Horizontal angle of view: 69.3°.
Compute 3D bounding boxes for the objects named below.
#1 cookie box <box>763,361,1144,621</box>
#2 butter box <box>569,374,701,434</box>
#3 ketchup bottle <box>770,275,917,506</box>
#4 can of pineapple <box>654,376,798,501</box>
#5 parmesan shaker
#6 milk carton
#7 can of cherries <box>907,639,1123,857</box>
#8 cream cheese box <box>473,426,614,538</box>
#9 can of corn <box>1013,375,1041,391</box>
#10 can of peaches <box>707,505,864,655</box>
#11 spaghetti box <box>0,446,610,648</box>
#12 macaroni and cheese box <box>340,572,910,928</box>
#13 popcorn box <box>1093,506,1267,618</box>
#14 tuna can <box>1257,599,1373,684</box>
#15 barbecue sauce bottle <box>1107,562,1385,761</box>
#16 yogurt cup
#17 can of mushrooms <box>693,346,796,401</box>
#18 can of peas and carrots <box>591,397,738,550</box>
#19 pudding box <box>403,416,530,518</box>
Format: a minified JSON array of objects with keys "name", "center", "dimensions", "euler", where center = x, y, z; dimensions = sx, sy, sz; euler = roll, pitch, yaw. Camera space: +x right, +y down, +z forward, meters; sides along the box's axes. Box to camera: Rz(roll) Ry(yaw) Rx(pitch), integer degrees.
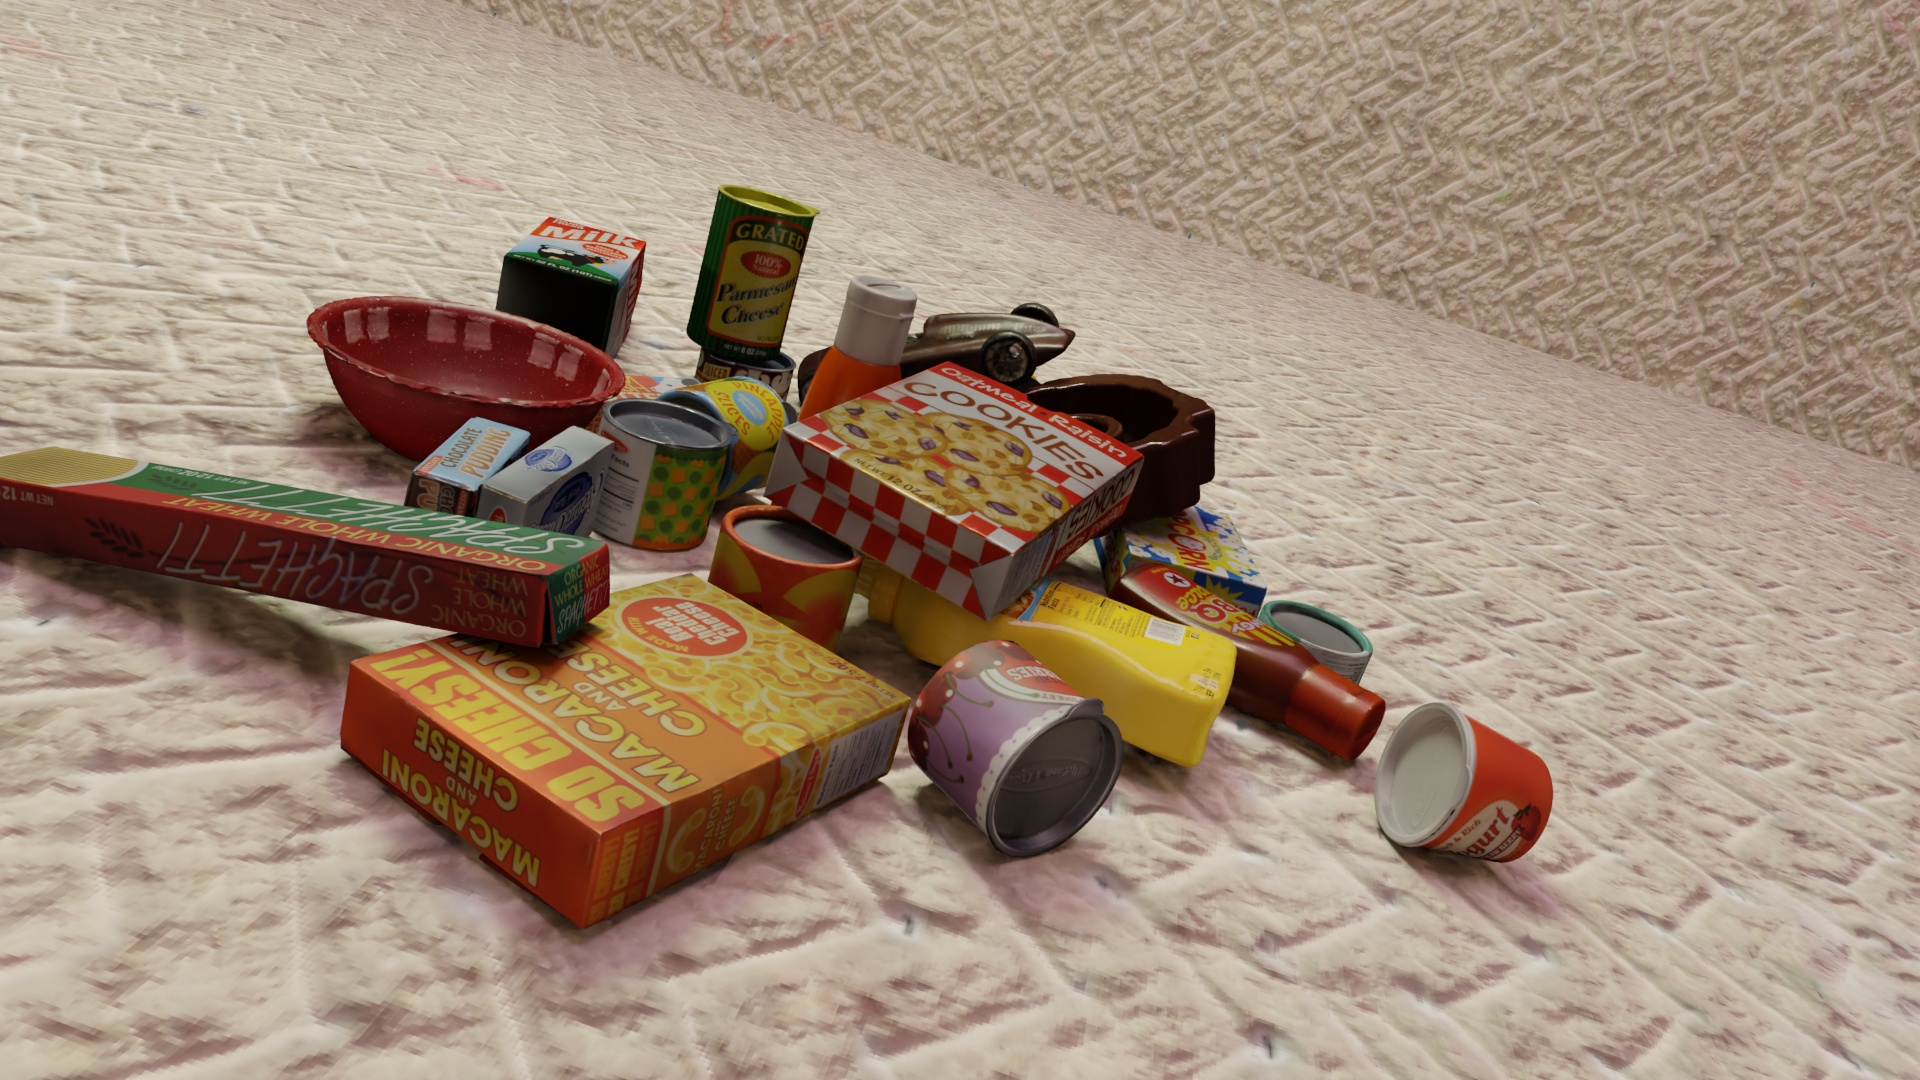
[{"name":"cookie box","center":[0.004,-0.033,0.677],"dimensions":[0.123,0.040,0.168],"euler":[28,28,17]},{"name":"butter box","center":[-0.198,-0.083,0.854],"dimensions":[0.104,0.024,0.053],"euler":[-2,27,-42]},{"name":"ketchup bottle","center":[-0.060,-0.066,0.744],"dimensions":[0.043,0.148,0.065],"euler":[29,23,26]},{"name":"can of pineapple","center":[-0.135,-0.057,0.774],"dimensions":[0.071,0.070,0.058],"euler":[25,22,20]},{"name":"parmesan shaker","center":[-0.139,-0.179,0.937],"dimensions":[0.071,0.102,0.071],"euler":[15,20,-6]},{"name":"milk carton","center":[-0.265,-0.172,0.959],"dimensions":[0.072,0.073,0.191],"euler":[14,20,-9]},{"name":"can of cherries","center":[0.022,0.079,0.549],"dimensions":[0.071,0.071,0.058],"euler":[0,26,-39]},{"name":"cream cheese box","center":[-0.194,-0.013,0.639],"dimensions":[0.024,0.053,0.104],"euler":[20,20,1]},{"name":"can of corn","center":[0.032,-0.093,0.997],"dimensions":[0.071,0.071,0.058],"euler":[14,20,-9]},{"name":"can of peaches","center":[-0.083,0.023,0.628],"dimensions":[0.071,0.057,0.071],"euler":[16,20,-6]},{"name":"spaghetti box","center":[-0.257,0.000,0.526],"dimensions":[0.250,0.028,0.050],"euler":[9,16,10]},{"name":"macaroni and cheese box","center":[-0.116,0.068,0.512],"dimensions":[0.124,0.040,0.167],"euler":[26,22,26]},{"name":"popcorn box","center":[0.131,0.011,0.856],"dimensions":[0.085,0.038,0.127],"euler":[15,21,-6]},{"name":"tuna can","center":[0.196,0.061,0.786],"dimensions":[0.071,0.032,0.071],"euler":[15,21,-6]},{"name":"barbecue sauce bottle","center":[0.149,0.063,0.730],"dimensions":[0.149,0.043,0.065],"euler":[31,23,32]},{"name":"yogurt cup","center":[0.232,0.114,0.639],"dimensions":[0.054,0.072,0.072],"euler":[21,19,-14]},{"name":"can of mushrooms","center":[-0.151,-0.115,0.960],"dimensions":[0.071,0.033,0.071],"euler":[16,21,-6]},{"name":"can of peas and carrots","center":[-0.155,-0.035,0.717],"dimensions":[0.071,0.058,0.071],"euler":[16,20,-6]},{"name":"pudding box","center":[-0.227,-0.020,0.635],"dimensions":[0.030,0.049,0.084],"euler":[17,20,-6]}]
